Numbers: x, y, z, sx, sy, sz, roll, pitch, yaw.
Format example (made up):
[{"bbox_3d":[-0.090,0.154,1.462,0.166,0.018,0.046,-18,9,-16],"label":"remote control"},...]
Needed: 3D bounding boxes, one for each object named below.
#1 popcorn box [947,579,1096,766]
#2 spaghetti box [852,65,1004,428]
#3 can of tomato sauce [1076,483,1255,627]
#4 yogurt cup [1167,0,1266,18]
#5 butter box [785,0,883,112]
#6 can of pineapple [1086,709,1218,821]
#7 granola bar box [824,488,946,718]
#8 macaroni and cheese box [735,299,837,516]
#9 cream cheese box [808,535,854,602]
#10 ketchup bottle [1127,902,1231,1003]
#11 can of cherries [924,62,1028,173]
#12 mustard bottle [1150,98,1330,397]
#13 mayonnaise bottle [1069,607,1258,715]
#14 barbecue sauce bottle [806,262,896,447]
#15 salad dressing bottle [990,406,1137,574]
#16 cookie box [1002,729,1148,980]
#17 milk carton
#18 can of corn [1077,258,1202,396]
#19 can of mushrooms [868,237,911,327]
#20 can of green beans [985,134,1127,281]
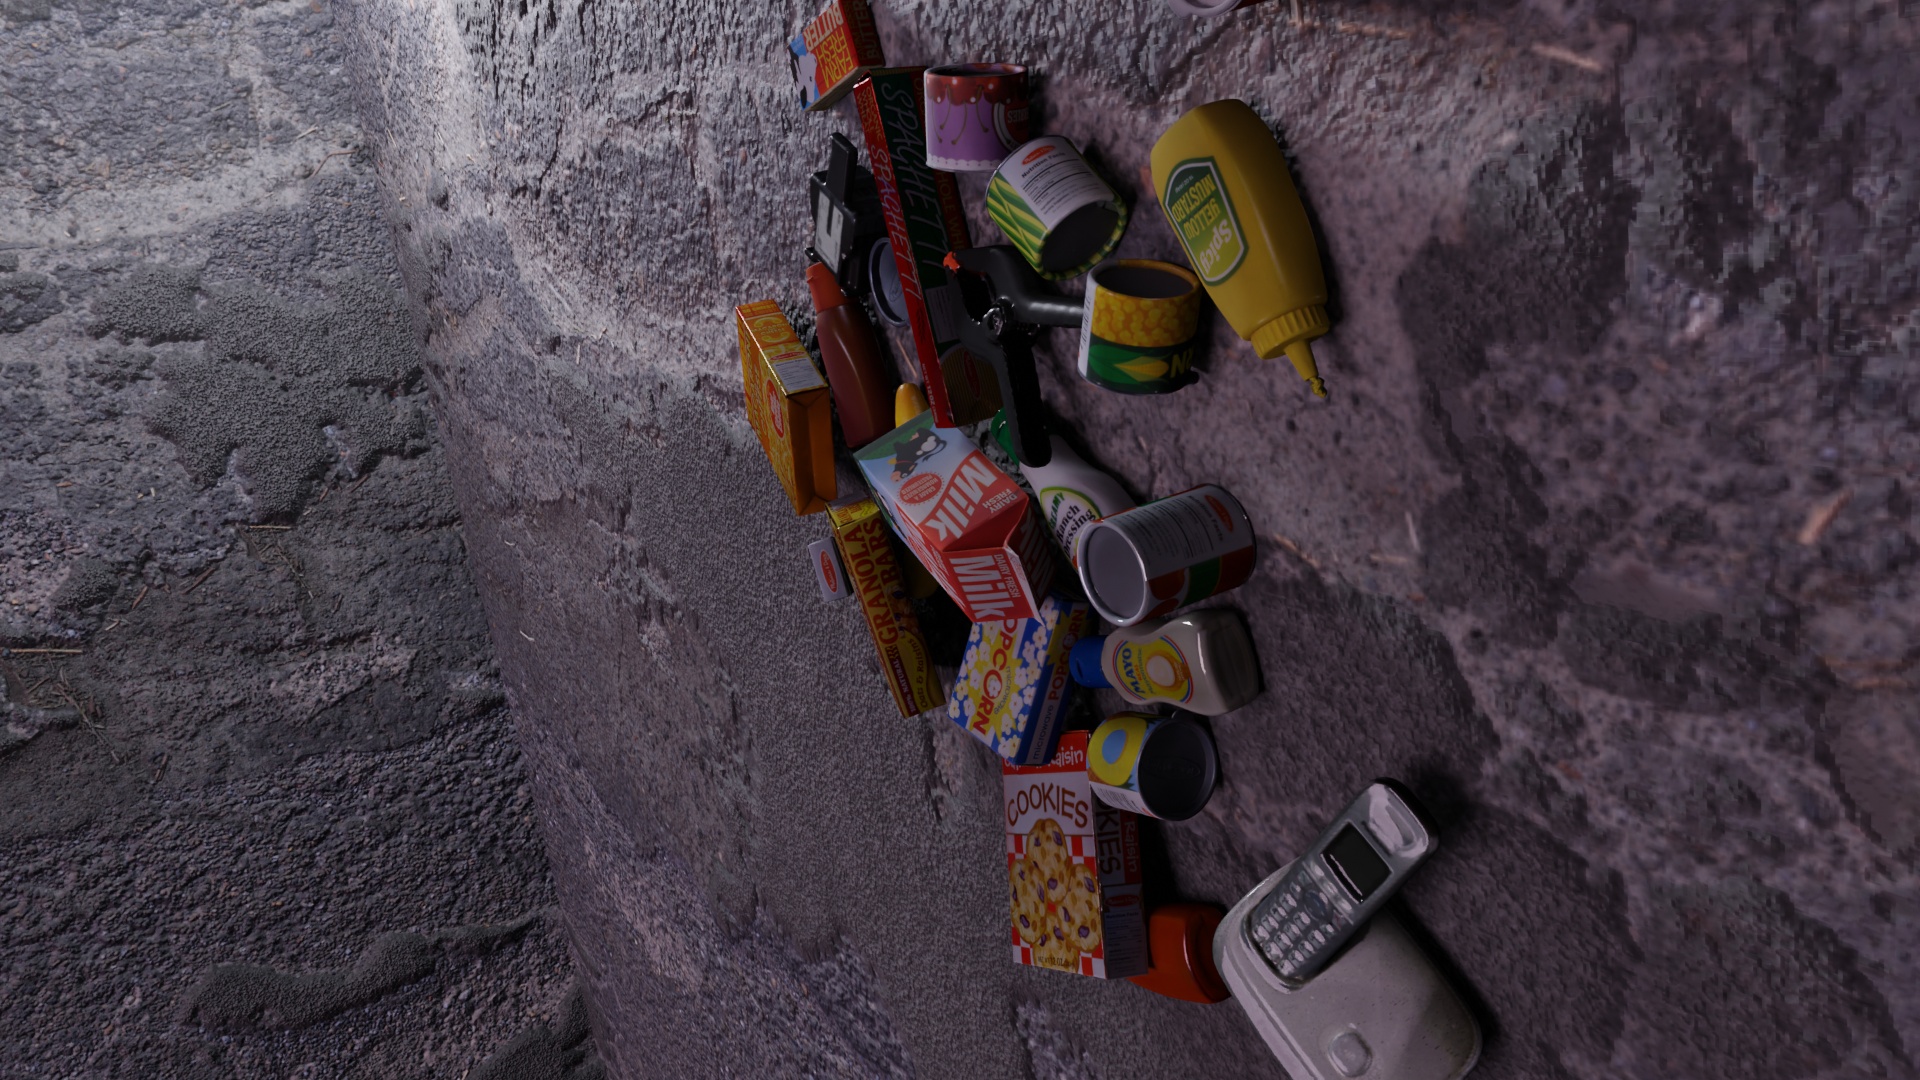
[{"bbox_3d":[0.043,0.086,0.993,0.085,0.038,0.126,29,107,51],"label":"popcorn box"},{"bbox_3d":[-0.020,-0.204,0.973,0.028,0.050,0.249,-3,102,58],"label":"spaghetti box"},{"bbox_3d":[0.120,0.010,0.819,0.071,0.083,0.070,34,133,47],"label":"can of tomato sauce"},{"bbox_3d":[0.136,-0.287,0.662,0.072,0.054,0.072,35,134,47],"label":"yogurt cup"},{"bbox_3d":[-0.095,-0.363,1.040,0.103,0.024,0.053,-7,100,60],"label":"butter box"},{"bbox_3d":[0.125,0.144,0.904,0.058,0.071,0.071,-3,103,59],"label":"can of pineapple"},{"bbox_3d":[-0.063,0.049,1.130,0.124,0.039,0.165,-135,26,-76],"label":"granola bar box"},{"bbox_3d":[-0.152,-0.118,1.213,0.167,0.040,0.123,-123,25,-48],"label":"macaroni and cheese box"},{"bbox_3d":[-0.109,0.022,1.222,0.104,0.024,0.053,-48,-59,-87],"label":"cream cheese box"},{"bbox_3d":[0.135,0.289,0.983,0.148,0.044,0.064,-23,84,60],"label":"ketchup bottle"},{"bbox_3d":[0.013,-0.266,0.872,0.071,0.072,0.058,32,130,49],"label":"can of cherries"},{"bbox_3d":[0.153,-0.146,0.716,0.160,0.049,0.065,67,152,9],"label":"mustard bottle"},{"bbox_3d":[0.125,0.078,0.890,0.148,0.041,0.064,-9,99,60],"label":"mayonnaise bottle"},{"bbox_3d":[-0.088,-0.152,1.123,0.064,0.044,0.148,-11,95,64],"label":"barbecue sauce bottle"},{"bbox_3d":[0.072,-0.032,0.917,0.148,0.044,0.064,55,143,28],"label":"salad dressing bottle"},{"bbox_3d":[0.079,0.222,1.000,0.122,0.040,0.167,-20,70,60],"label":"cookie box"},{"bbox_3d":[0.003,-0.012,0.970,0.191,0.073,0.072,48,166,48],"label":"milk carton"},{"bbox_3d":[0.105,-0.123,0.795,0.071,0.071,0.058,39,136,44],"label":"can of corn"},{"bbox_3d":[-0.037,-0.191,1.025,0.071,0.033,0.070,34,132,47],"label":"can of mushrooms"},{"bbox_3d":[0.058,-0.198,0.830,0.058,0.071,0.071,55,146,26],"label":"can of green beans"}]
